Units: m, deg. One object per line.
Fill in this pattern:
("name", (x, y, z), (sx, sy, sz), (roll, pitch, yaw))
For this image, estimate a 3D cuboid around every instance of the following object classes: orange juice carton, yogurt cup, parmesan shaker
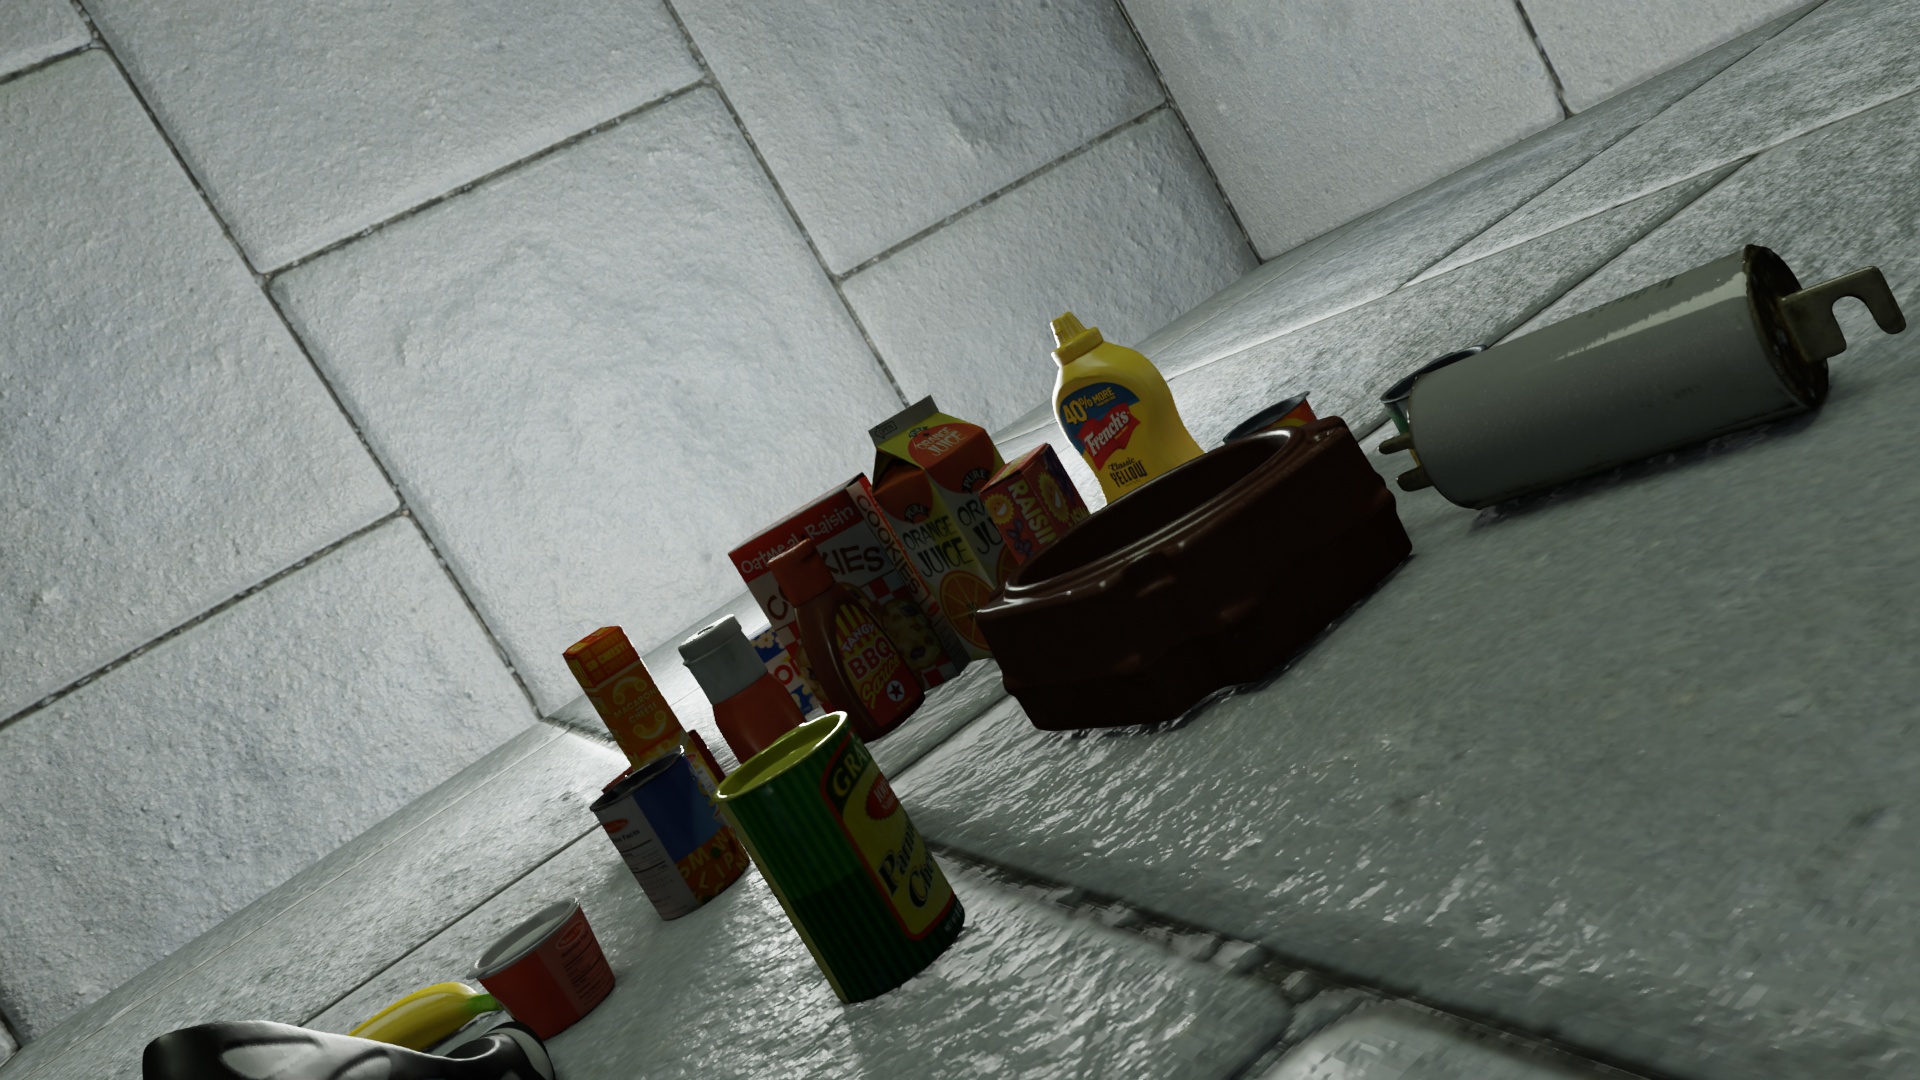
("orange juice carton", (0.004, -0.013, 1.032), (0.072, 0.192, 0.073), (-36, 8, -38))
("yogurt cup", (-0.233, 0.244, 0.785), (0.072, 0.054, 0.072), (-30, 7, 4))
("parmesan shaker", (-0.050, 0.133, 0.594), (0.071, 0.103, 0.071), (-30, 7, 4))

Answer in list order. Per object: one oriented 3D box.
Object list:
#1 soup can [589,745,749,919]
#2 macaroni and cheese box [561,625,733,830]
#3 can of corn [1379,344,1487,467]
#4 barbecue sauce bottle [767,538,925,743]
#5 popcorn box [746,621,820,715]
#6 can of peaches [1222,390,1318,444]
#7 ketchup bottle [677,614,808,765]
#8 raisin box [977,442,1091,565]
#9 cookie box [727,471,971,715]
("soup can", (-0.179, 0.182, 0.870), (0.071, 0.083, 0.071), (-30, 7, 4))
("macaroni and cheese box", (-0.228, 0.143, 1.014), (0.040, 0.166, 0.123), (-33, 7, -20))
("can of corn", (0.291, -0.074, 0.815), (0.071, 0.058, 0.071), (-30, 7, 4))
("barbecue sauce bottle", (-0.087, 0.070, 1.006), (0.043, 0.148, 0.065), (-24, 9, 46))
("popcorn box", (-0.137, 0.102, 1.257), (0.127, 0.085, 0.038), (-34, 7, -26))
("can of peaches", (0.232, -0.064, 0.992), (0.071, 0.058, 0.071), (-30, 7, 4))
("ketchup bottle", (-0.104, 0.113, 0.774), (0.044, 0.148, 0.064), (-34, 7, -23))
("raisin box", (0.067, 0.001, 0.954), (0.040, 0.123, 0.086), (-28, 7, 22))
("cookie box", (-0.085, 0.049, 1.072), (0.122, 0.167, 0.040), (-28, 7, 26))
